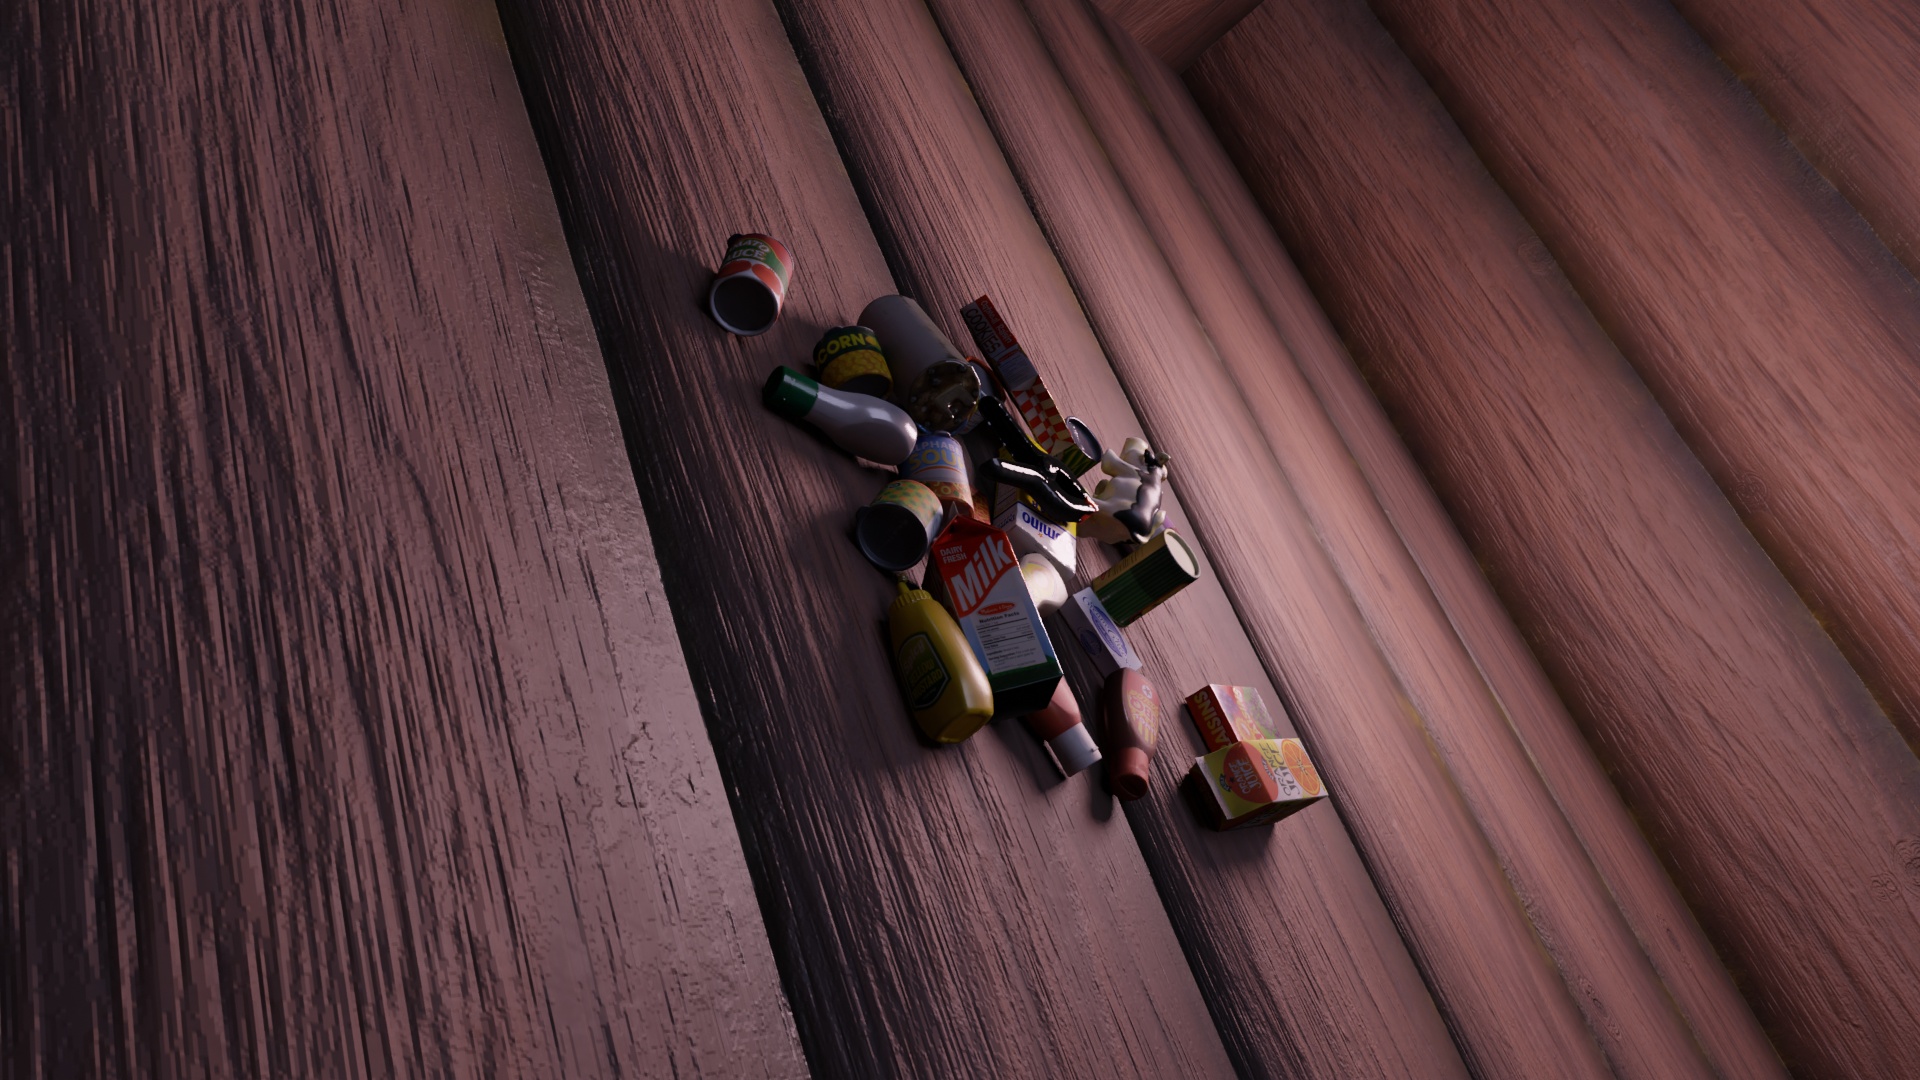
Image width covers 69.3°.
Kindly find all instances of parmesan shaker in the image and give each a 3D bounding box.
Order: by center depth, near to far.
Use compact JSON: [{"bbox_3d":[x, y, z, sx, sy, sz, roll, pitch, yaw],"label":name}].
[{"bbox_3d":[0.207,0.043,1.542,0.071,0.102,0.072,38,31,-27],"label":"parmesan shaker"}]

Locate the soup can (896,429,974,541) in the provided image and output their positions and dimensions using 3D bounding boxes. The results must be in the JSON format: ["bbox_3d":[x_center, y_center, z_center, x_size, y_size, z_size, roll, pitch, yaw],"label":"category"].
[{"bbox_3d":[-0.024,-0.052,1.331,0.071,0.071,0.084,29,35,-38],"label":"soup can"}]

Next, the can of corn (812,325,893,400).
[{"bbox_3d":[-0.105,-0.166,1.344,0.071,0.071,0.058,17,44,-49],"label":"can of corn"}]

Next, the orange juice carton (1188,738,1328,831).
[{"bbox_3d":[0.310,0.259,1.477,0.193,0.072,0.072,9,50,-53],"label":"orange juice carton"}]

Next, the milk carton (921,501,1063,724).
[{"bbox_3d":[0.019,0.060,1.234,0.073,0.072,0.191,-12,61,-18],"label":"milk carton"}]

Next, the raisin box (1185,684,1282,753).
[{"bbox_3d":[0.314,0.210,1.580,0.123,0.040,0.086,12,49,-54],"label":"raisin box"}]

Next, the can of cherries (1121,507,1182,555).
[{"bbox_3d":[0.225,-0.008,1.672,0.058,0.071,0.072,54,27,1],"label":"can of cherries"}]

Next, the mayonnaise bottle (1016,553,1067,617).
[{"bbox_3d":[0.053,0.053,1.357,0.065,0.041,0.148,57,27,8],"label":"mayonnaise bottle"}]

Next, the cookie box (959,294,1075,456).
[{"bbox_3d":[0.064,-0.189,1.592,0.122,0.040,0.168,55,5,-46],"label":"cookie box"}]

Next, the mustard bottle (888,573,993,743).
[{"bbox_3d":[-0.027,0.092,1.169,0.049,0.065,0.161,15,39,-46],"label":"mustard bottle"}]

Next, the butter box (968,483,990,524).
[{"bbox_3d":[0.005,-0.017,1.385,0.053,0.024,0.104,34,32,-31],"label":"butter box"}]

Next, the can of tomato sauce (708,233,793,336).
[{"bbox_3d":[-0.195,-0.239,1.291,0.071,0.071,0.083,40,30,-24],"label":"can of tomato sauce"}]

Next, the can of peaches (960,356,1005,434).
[{"bbox_3d":[0.007,-0.162,1.524,0.071,0.058,0.071,37,31,-27],"label":"can of peaches"}]

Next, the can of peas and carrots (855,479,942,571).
[{"bbox_3d":[-0.056,-0.016,1.245,0.071,0.070,0.059,48,27,-9],"label":"can of peas and carrots"}]

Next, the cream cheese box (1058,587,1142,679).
[{"bbox_3d":[0.147,0.101,1.466,0.104,0.024,0.053,56,26,7],"label":"cream cheese box"}]

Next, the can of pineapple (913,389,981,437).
[{"bbox_3d":[-0.015,-0.146,1.462,0.071,0.070,0.058,47,28,-11],"label":"can of pineapple"}]

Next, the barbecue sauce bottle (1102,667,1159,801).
[{"bbox_3d":[0.167,0.192,1.368,0.065,0.043,0.149,44,29,-19],"label":"barbecue sauce bottle"}]

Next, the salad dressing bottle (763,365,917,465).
[{"bbox_3d":[-0.111,-0.117,1.289,0.147,0.064,0.044,24,48,-31],"label":"salad dressing bottle"}]

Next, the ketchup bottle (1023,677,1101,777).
[{"bbox_3d":[0.077,0.145,1.283,0.149,0.043,0.065,59,28,11],"label":"ketchup bottle"}]

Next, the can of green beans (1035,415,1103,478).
[{"bbox_3d":[0.126,-0.104,1.640,0.071,0.057,0.071,38,30,-27],"label":"can of green beans"}]
